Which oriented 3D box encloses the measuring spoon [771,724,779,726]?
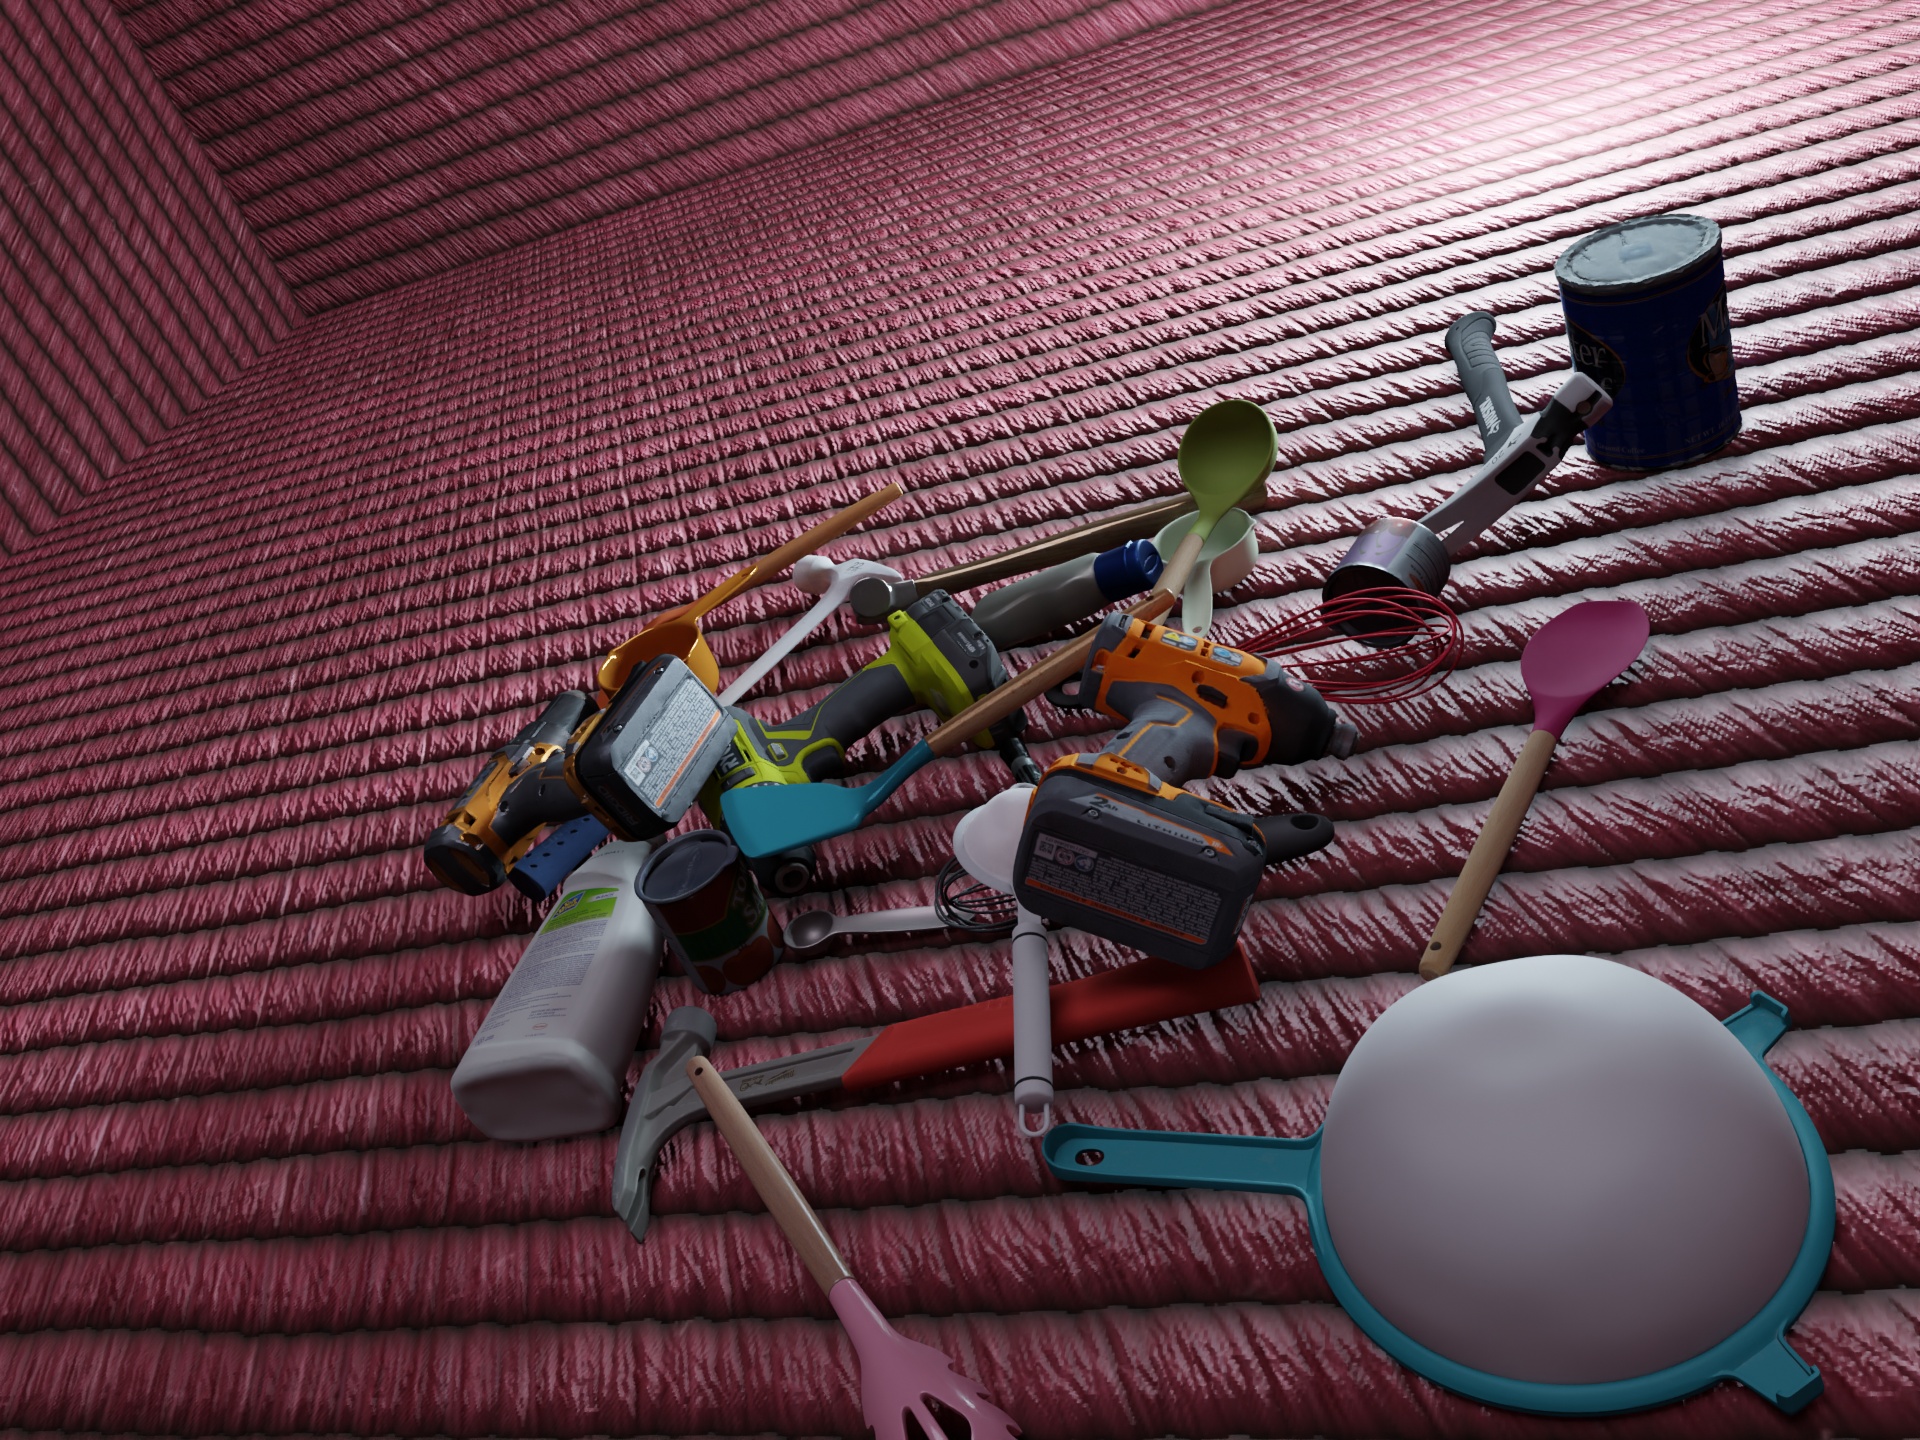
[{"bbox_3d":[-0.163,0.015,1.196,0.117,0.021,0.011,-3,8,-4],"label":"measuring spoon"}]

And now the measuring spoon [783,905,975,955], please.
[{"bbox_3d":[-0.049,0.130,0.984,0.124,0.018,0.034,-7,35,15],"label":"measuring spoon"}]

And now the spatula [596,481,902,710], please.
[{"bbox_3d":[-0.186,-0.108,1.359,0.322,0.041,0.081,-31,22,1],"label":"spatula"}]

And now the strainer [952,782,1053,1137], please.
[{"bbox_3d":[0.039,0.109,0.849,0.087,0.050,0.259,2,43,-1],"label":"strainer"}]

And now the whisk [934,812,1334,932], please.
[{"bbox_3d":[0.097,0.083,0.925,0.239,0.055,0.055,-11,34,13],"label":"whisk"}]

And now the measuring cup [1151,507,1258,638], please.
[{"bbox_3d":[0.176,-0.094,1.139,0.083,0.038,0.168,-12,36,19],"label":"measuring cup"}]

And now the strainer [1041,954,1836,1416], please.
[{"bbox_3d":[0.182,0.170,0.686,0.340,0.095,0.211,-5,37,27],"label":"strainer"}]

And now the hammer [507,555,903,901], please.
[{"bbox_3d":[-0.194,-0.005,1.257,0.144,0.035,0.405,9,45,42],"label":"hammer"}]

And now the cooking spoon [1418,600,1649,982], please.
[{"bbox_3d":[0.315,0.027,0.881,0.069,0.017,0.319,4,41,39],"label":"cooking spoon"}]

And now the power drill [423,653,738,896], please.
[{"bbox_3d":[-0.262,0.026,1.124,0.226,0.084,0.185,-19,30,37],"label":"power drill"}]

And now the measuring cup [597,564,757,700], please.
[{"bbox_3d":[-0.209,-0.057,1.263,0.095,0.052,0.174,6,41,40],"label":"measuring cup"}]

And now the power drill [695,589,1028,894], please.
[{"bbox_3d":[-0.074,0.017,1.107,0.228,0.080,0.191,-31,36,-6],"label":"power drill"}]

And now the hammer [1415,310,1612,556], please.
[{"bbox_3d":[0.385,-0.234,1.169,0.146,0.035,0.335,-49,11,29],"label":"hammer"}]

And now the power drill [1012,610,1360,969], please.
[{"bbox_3d":[0.129,0.030,0.867,0.164,0.084,0.227,18,36,8],"label":"power drill"}]

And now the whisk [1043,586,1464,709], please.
[{"bbox_3d":[0.180,-0.036,1.032,0.296,0.073,0.073,-7,35,35],"label":"whisk"}]

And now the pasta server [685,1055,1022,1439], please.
[{"bbox_3d":[-0.065,0.257,0.754,0.060,0.040,0.316,-33,37,-14],"label":"pasta server"}]

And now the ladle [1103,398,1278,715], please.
[{"bbox_3d":[0.148,-0.118,1.096,0.078,0.062,0.320,-4,37,34],"label":"ladle"}]

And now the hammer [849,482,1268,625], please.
[{"bbox_3d":[0.076,-0.132,1.231,0.331,0.031,0.130,-17,-1,-1],"label":"hammer"}]

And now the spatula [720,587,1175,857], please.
[{"bbox_3d":[-0.002,-0.003,1.008,0.317,0.044,0.082,-32,33,-3],"label":"spatula"}]

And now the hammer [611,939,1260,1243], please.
[{"bbox_3d":[-0.017,0.182,0.860,0.359,0.036,0.149,-16,33,15],"label":"hammer"}]
